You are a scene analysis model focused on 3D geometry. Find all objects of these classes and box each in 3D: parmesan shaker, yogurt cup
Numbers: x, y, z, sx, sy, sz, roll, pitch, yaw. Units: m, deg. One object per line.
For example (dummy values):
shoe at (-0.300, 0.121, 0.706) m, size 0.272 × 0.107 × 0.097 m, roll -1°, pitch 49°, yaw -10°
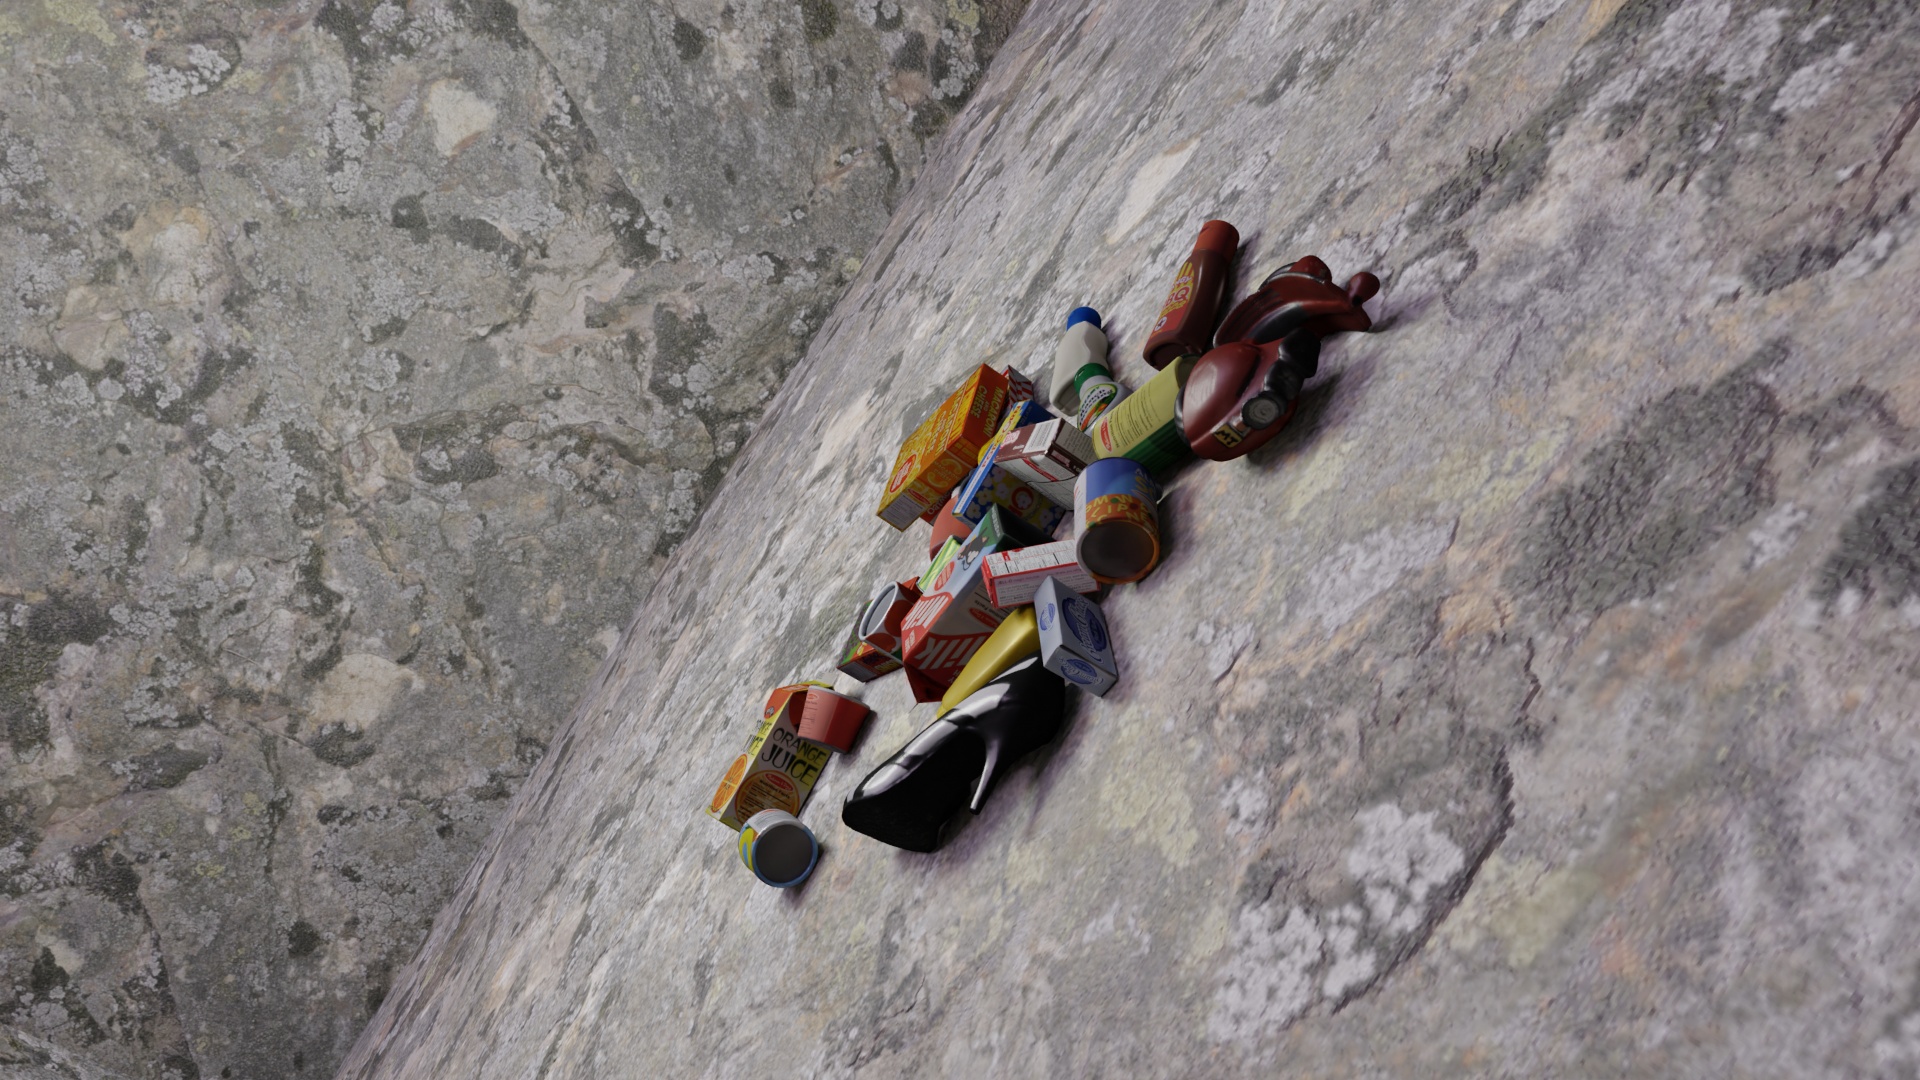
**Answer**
parmesan shaker at (0.164, -0.093, 1.112) m, size 0.102 × 0.071 × 0.072 m, roll -38°, pitch 26°, yaw 45°
yogurt cup at (-0.132, 0.184, 1.420) m, size 0.072 × 0.072 × 0.054 m, roll -15°, pitch 53°, yaw 65°

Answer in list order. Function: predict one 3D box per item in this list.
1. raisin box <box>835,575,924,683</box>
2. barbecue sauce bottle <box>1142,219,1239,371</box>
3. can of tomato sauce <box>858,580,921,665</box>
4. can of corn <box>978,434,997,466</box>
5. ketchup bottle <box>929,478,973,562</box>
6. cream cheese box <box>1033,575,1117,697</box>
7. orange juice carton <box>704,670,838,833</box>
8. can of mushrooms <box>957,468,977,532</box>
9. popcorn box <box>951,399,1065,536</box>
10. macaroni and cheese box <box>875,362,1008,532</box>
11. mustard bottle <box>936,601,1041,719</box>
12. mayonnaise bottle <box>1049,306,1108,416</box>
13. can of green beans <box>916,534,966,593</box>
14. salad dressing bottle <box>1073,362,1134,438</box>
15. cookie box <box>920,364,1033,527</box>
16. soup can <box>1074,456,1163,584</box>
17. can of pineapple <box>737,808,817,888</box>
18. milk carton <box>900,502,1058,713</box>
raisin box at (-0.076, 0.095, 1.464) m, size 0.123 × 0.040 × 0.086 m, roll -28°, pitch 32°, yaw 56°
barbecue sauce bottle at (0.211, -0.220, 1.238) m, size 0.064 × 0.043 × 0.149 m, roll -28°, pitch 33°, yaw 59°
can of tomato sauce at (-0.044, 0.085, 1.322) m, size 0.071 × 0.083 × 0.071 m, roll -50°, pitch 19°, yaw 24°
can of corn at (0.061, -0.083, 1.366) m, size 0.058 × 0.071 × 0.071 m, roll -39°, pitch 25°, yaw 46°
ketchup bottle at (0.005, -0.018, 1.416) m, size 0.065 × 0.043 × 0.149 m, roll -8°, pitch 27°, yaw 8°
cream cheese box at (0.086, 0.071, 1.050) m, size 0.024 × 0.053 × 0.104 m, roll -52°, pitch 18°, yaw 22°
orange juice carton at (-0.187, 0.224, 1.479) m, size 0.193 × 0.073 × 0.071 m, roll -61°, pitch 18°, yaw -15°
can of mushrooms at (0.032, -0.039, 1.334) m, size 0.033 × 0.071 × 0.070 m, roll -22°, pitch -10°, yaw -42°
popcorn box at (0.060, -0.055, 1.284) m, size 0.127 × 0.085 × 0.038 m, roll -60°, pitch 16°, yaw -8°
macaroni and cheese box at (-0.018, -0.100, 1.510) m, size 0.165 × 0.040 × 0.124 m, roll -40°, pitch 24°, yaw 42°
mustard bottle at (0.025, 0.120, 1.136) m, size 0.159 × 0.049 × 0.065 m, roll -49°, pitch 14°, yaw 24°
mayonnaise bottle at (0.124, -0.189, 1.423) m, size 0.064 × 0.041 × 0.149 m, roll -43°, pitch 21°, yaw 33°
can of green beans at (0.001, 0.036, 1.314) m, size 0.057 × 0.071 × 0.071 m, roll -54°, pitch 18°, yaw 7°
salad dressing bottle at (0.132, -0.124, 1.280) m, size 0.064 × 0.044 × 0.148 m, roll -50°, pitch 19°, yaw 17°
cookie box at (0.017, -0.103, 1.558) m, size 0.167 × 0.040 × 0.123 m, roll -48°, pitch 20°, yaw 24°
soup can at (0.124, -0.016, 1.084) m, size 0.071 × 0.071 × 0.084 m, roll -47°, pitch 21°, yaw 30°
can of pineapple at (-0.175, 0.298, 1.336) m, size 0.071 × 0.071 × 0.058 m, roll -61°, pitch 18°, yaw -11°
milk carton at (0.007, 0.068, 1.232) m, size 0.190 × 0.073 × 0.072 m, roll -52°, pitch 18°, yaw 16°
